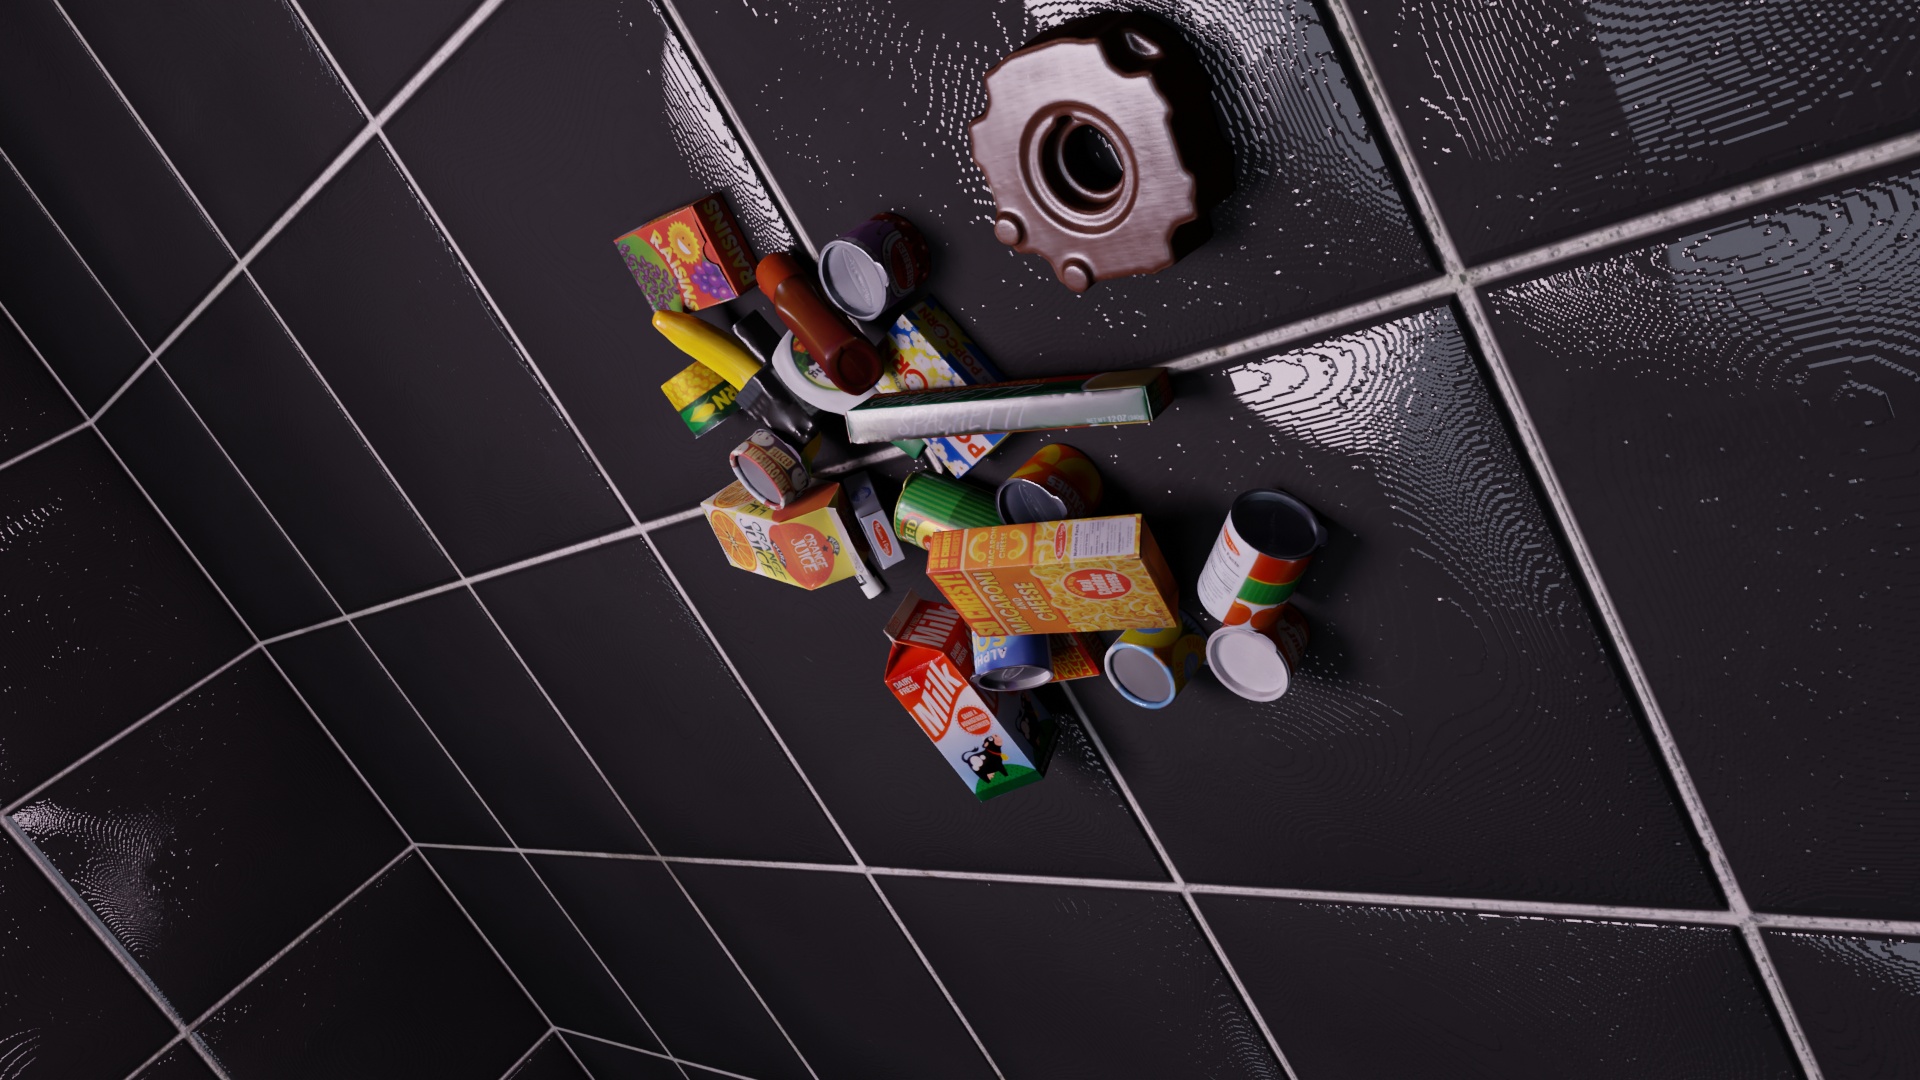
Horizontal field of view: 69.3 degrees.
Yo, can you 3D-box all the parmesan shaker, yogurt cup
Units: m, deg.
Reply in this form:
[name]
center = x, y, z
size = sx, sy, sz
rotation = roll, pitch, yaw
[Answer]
[parmesan shaker]
center = 0.004, -0.015, 1.163
size = 0.103, 0.072, 0.071
rotation = 22, 135, 29
[yogurt cup]
center = 0.227, 0.079, 1.047
size = 0.072, 0.054, 0.072
rotation = 25, 137, 26

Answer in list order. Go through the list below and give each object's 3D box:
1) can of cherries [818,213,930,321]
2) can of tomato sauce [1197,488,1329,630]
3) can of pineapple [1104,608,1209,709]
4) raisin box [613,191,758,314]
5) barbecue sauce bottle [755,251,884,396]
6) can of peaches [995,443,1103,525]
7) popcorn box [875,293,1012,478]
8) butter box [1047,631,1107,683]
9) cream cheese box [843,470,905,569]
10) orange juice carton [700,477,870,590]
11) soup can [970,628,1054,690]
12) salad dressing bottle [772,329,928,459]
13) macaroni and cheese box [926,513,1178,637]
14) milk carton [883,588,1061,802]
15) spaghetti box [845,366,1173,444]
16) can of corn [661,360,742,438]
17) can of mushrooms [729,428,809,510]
[can of cherries]
center = -0.064, -0.210, 1.066
size = 0.071, 0.059, 0.071
rotation = 25, 136, 27
[can of tomato sauce]
center = 0.215, 0.015, 0.995
size = 0.071, 0.071, 0.082
rotation = 33, 140, 17
[can of pineapple]
center = 0.160, 0.094, 1.120
size = 0.071, 0.058, 0.070
rotation = 24, 136, 26
[raisin box]
center = -0.238, -0.246, 1.214
size = 0.123, 0.040, 0.086
rotation = -6, 117, 45
[barbecue sauce bottle]
center = -0.118, -0.179, 1.115
size = 0.149, 0.043, 0.064
rotation = 51, 180, 36
[can of peaches]
center = 0.072, -0.035, 1.091
size = 0.071, 0.058, 0.070
rotation = 24, 136, 26
[popcorn box]
center = -0.013, -0.121, 1.111
size = 0.126, 0.038, 0.085
rotation = 48, 142, -1
[butter box]
center = 0.081, 0.098, 1.225
size = 0.103, 0.024, 0.053
rotation = -16, 111, 49
[cream cheese box]
center = -0.077, -0.020, 1.224
size = 0.104, 0.024, 0.053
rotation = -119, 6, -65
[orange juice carton]
center = -0.150, -0.011, 1.259
size = 0.192, 0.073, 0.071
rotation = 13, 132, 52
[soup can]
center = 0.040, 0.078, 1.179
size = 0.071, 0.071, 0.084
rotation = -39, 50, 52
[salad dressing bottle]
center = -0.086, -0.125, 1.164
size = 0.148, 0.064, 0.043
rotation = 35, 153, 2
[macaroni and cheese box]
center = 0.074, 0.030, 1.077
size = 0.166, 0.040, 0.123
rotation = -4, 150, 20
[milk carton]
center = 0.001, 0.132, 1.231
size = 0.073, 0.073, 0.190
rotation = -28, 107, 31
[spaghetti box]
center = 0.031, -0.099, 1.032
size = 0.250, 0.050, 0.028
rotation = -2, 111, 28
[can of corn]
center = -0.231, -0.137, 1.281
size = 0.071, 0.071, 0.058
rotation = -21, 107, 50
[can of mushrooms]
center = -0.164, -0.061, 1.194
size = 0.071, 0.033, 0.070
rotation = 36, 153, 21
